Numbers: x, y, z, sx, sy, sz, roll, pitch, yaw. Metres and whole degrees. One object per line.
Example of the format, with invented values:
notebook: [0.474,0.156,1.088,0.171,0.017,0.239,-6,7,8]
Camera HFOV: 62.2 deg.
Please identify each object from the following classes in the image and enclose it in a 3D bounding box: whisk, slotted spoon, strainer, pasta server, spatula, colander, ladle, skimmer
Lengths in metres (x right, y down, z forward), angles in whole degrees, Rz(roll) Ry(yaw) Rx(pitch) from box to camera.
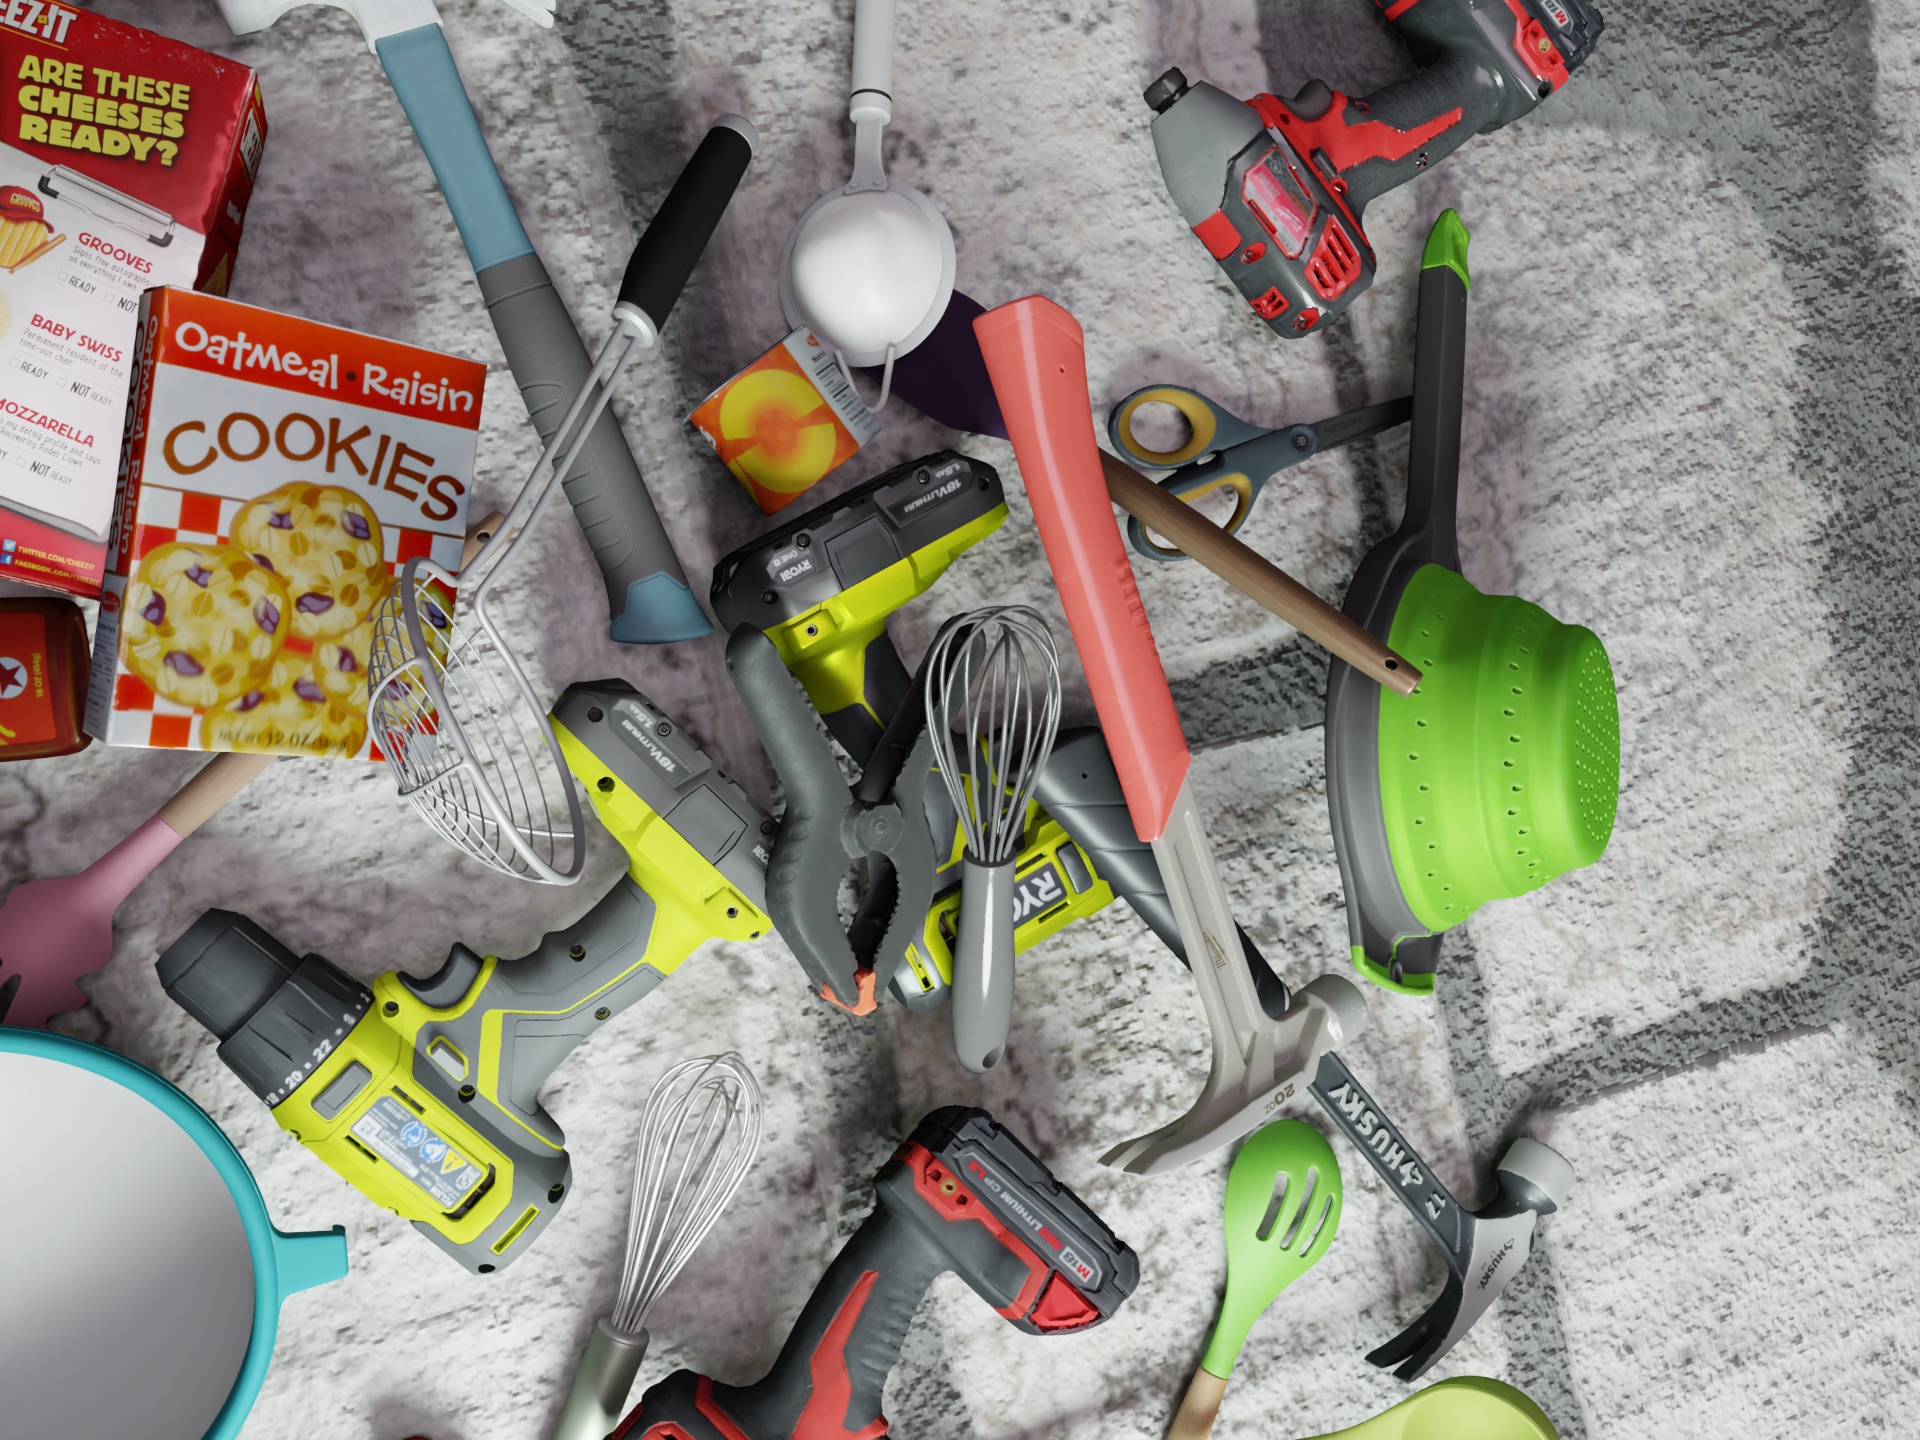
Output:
whisk: [0.010,0.058,0.658,0.055,0.055,0.238,-9,123,-17]
slotted spoon: [0.119,0.352,0.797,0.070,0.031,0.314,25,85,-17]
strainer: [-0.043,-0.271,0.723,0.087,0.050,0.258,0,82,18]
whisk: [-0.146,0.262,0.705,0.058,0.059,0.246,21,88,20]
pasta server: [-0.305,0.023,0.660,0.060,0.040,0.316,47,74,-13]
strainer: [-0.407,0.259,0.597,0.211,0.095,0.340,42,83,-15]
spatula: [0.071,-0.108,0.707,0.316,0.018,0.060,38,81,14]
colander: [0.259,-0.067,0.760,0.204,0.094,0.397,24,69,-53]
ladle: [0.129,0.363,0.758,0.320,0.062,0.078,-4,101,-5]
skimmer: [-0.129,-0.109,0.629,0.090,0.127,0.363,9,61,21]

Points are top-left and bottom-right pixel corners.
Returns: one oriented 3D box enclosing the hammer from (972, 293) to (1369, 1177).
hammer: [0.068,0.002,0.669,0.149,0.037,0.359,-23,98,-33]

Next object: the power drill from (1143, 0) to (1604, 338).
power drill: [0.196,-0.309,0.787,0.219,0.078,0.143,-44,102,-9]

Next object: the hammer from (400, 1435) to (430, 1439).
hammer: [-0.230,0.506,0.684,0.143,0.038,0.386,-7,93,-16]

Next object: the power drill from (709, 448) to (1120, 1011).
power drill: [-0.001,-0.002,0.730,0.171,0.080,0.223,-30,103,-14]

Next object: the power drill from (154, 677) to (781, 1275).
power drill: [-0.194,0.091,0.669,0.228,0.080,0.190,-47,104,-9]

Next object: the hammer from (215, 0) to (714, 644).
hammer: [-0.192,-0.183,0.687,0.128,0.033,0.331,-25,98,-14]

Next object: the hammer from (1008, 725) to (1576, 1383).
hammer: [0.155,0.155,0.759,0.149,0.036,0.408,-49,113,-19]

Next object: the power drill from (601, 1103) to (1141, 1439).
power drill: [-0.021,0.303,0.689,0.188,0.080,0.227,43,70,5]
